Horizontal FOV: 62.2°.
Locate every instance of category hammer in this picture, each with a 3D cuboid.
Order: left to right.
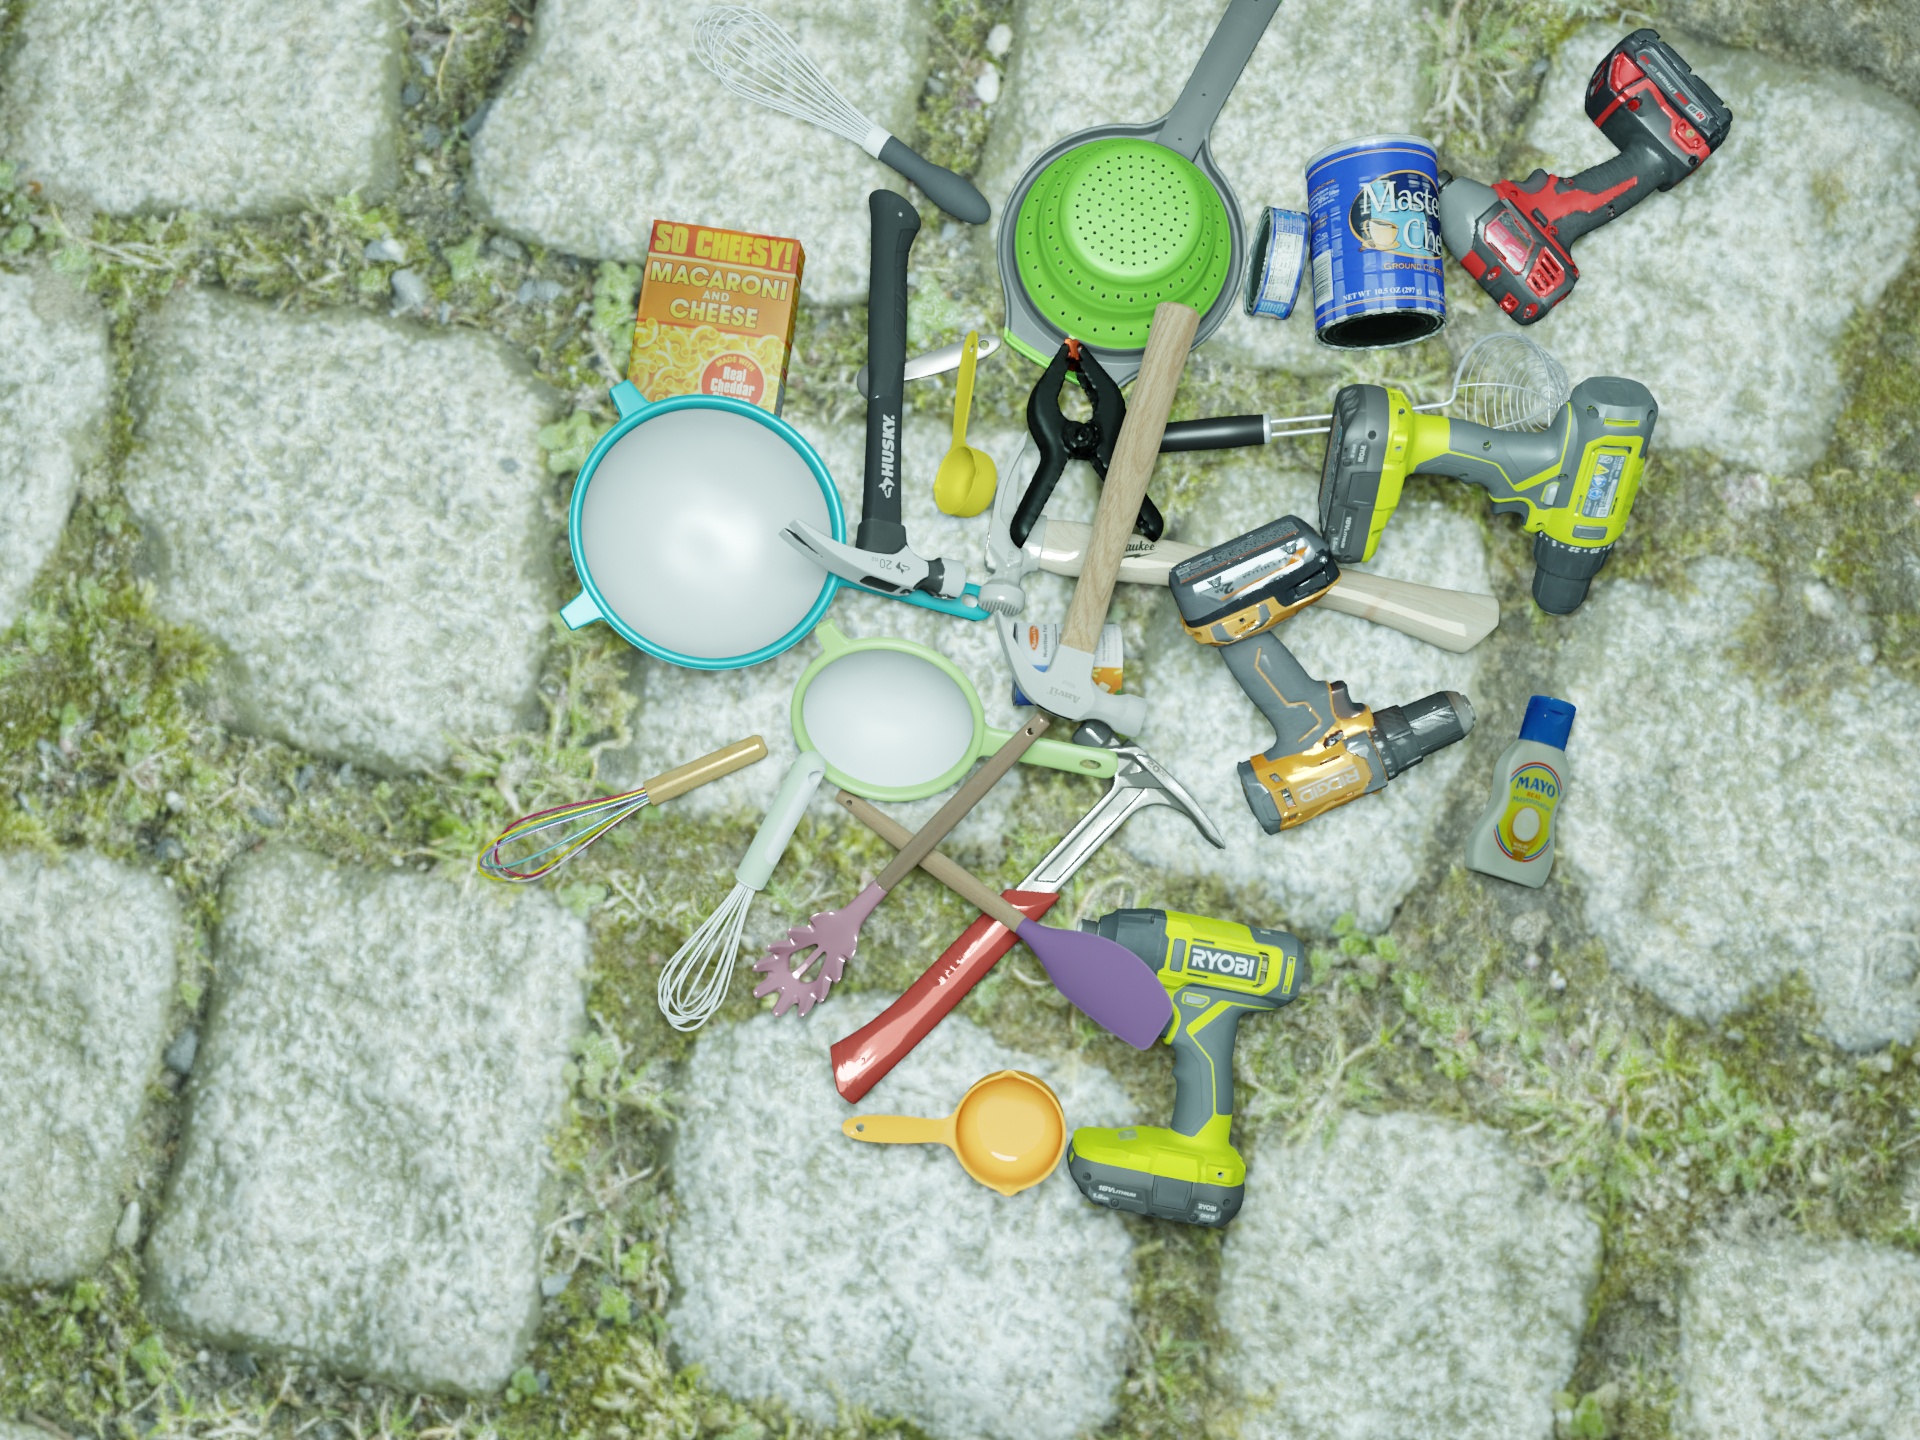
[{"bbox_3d":[-0.064,-0.264,1.249,0.146,0.035,0.335,9,73,-28],"label":"hammer"},{"bbox_3d":[0.039,0.170,1.257,0.149,0.036,0.359,44,87,3],"label":"hammer"},{"bbox_3d":[0.118,-0.162,1.211,0.130,0.031,0.331,17,84,-5],"label":"hammer"},{"bbox_3d":[0.226,-0.127,1.274,0.410,0.038,0.146,10,78,-1],"label":"hammer"}]

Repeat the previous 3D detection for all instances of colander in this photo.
[{"bbox_3d":[0.171,-0.460,1.269,0.204,0.094,0.397,28,87,2],"label":"colander"}]

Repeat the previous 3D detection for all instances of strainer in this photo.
[{"bbox_3d":[-0.143,-0.126,1.261,0.340,0.095,0.211,13,81,-20],"label":"strainer"},{"bbox_3d":[-0.002,-0.004,1.242,0.256,0.069,0.151,12,125,-3],"label":"strainer"}]

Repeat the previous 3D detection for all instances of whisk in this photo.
[{"bbox_3d":[-0.268,0.069,1.267,0.245,0.051,0.047,-24,107,-5],"label":"whisk"},{"bbox_3d":[-0.167,0.132,1.236,0.059,0.057,0.246,34,99,39],"label":"whisk"},{"bbox_3d":[-0.095,-0.489,1.295,0.284,0.070,0.070,34,87,-2],"label":"whisk"}]

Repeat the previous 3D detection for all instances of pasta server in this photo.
[{"bbox_3d":[-0.044,0.110,1.223,0.060,0.040,0.316,45,104,4],"label":"pasta server"}]

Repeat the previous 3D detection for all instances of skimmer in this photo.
[{"bbox_3d":[0.309,-0.238,1.287,0.363,0.090,0.127,-3,94,10],"label":"skimmer"}]

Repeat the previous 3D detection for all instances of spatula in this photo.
[{"bbox_3d":[0.028,0.141,1.223,0.316,0.018,0.060,34,99,20],"label":"spatula"}]

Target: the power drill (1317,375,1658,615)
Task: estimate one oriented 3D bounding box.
[{"bbox_3d":[0.396,-0.171,1.218,0.228,0.080,0.190,5,128,4],"label":"power drill"}]

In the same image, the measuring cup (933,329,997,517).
[{"bbox_3d":[0.011,-0.238,1.281,0.029,0.062,0.156,13,77,-33],"label":"measuring cup"}]

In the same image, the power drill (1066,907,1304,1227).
[{"bbox_3d":[0.158,0.258,1.220,0.171,0.080,0.223,10,90,1],"label":"power drill"}]

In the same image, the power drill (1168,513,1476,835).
[{"bbox_3d":[0.276,-0.041,1.214,0.185,0.084,0.226,-23,108,8],"label":"power drill"}]

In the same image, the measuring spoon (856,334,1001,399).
[{"bbox_3d":[-0.025,-0.293,1.296,0.124,0.018,0.034,-19,86,-2],"label":"measuring spoon"}]

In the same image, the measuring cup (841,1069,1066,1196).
[{"bbox_3d":[-0.003,0.316,1.242,0.173,0.052,0.095,0,86,7],"label":"measuring cup"}]

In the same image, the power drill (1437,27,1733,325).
[{"bbox_3d":[0.489,-0.438,1.279,0.219,0.078,0.143,-42,87,0],"label":"power drill"}]
